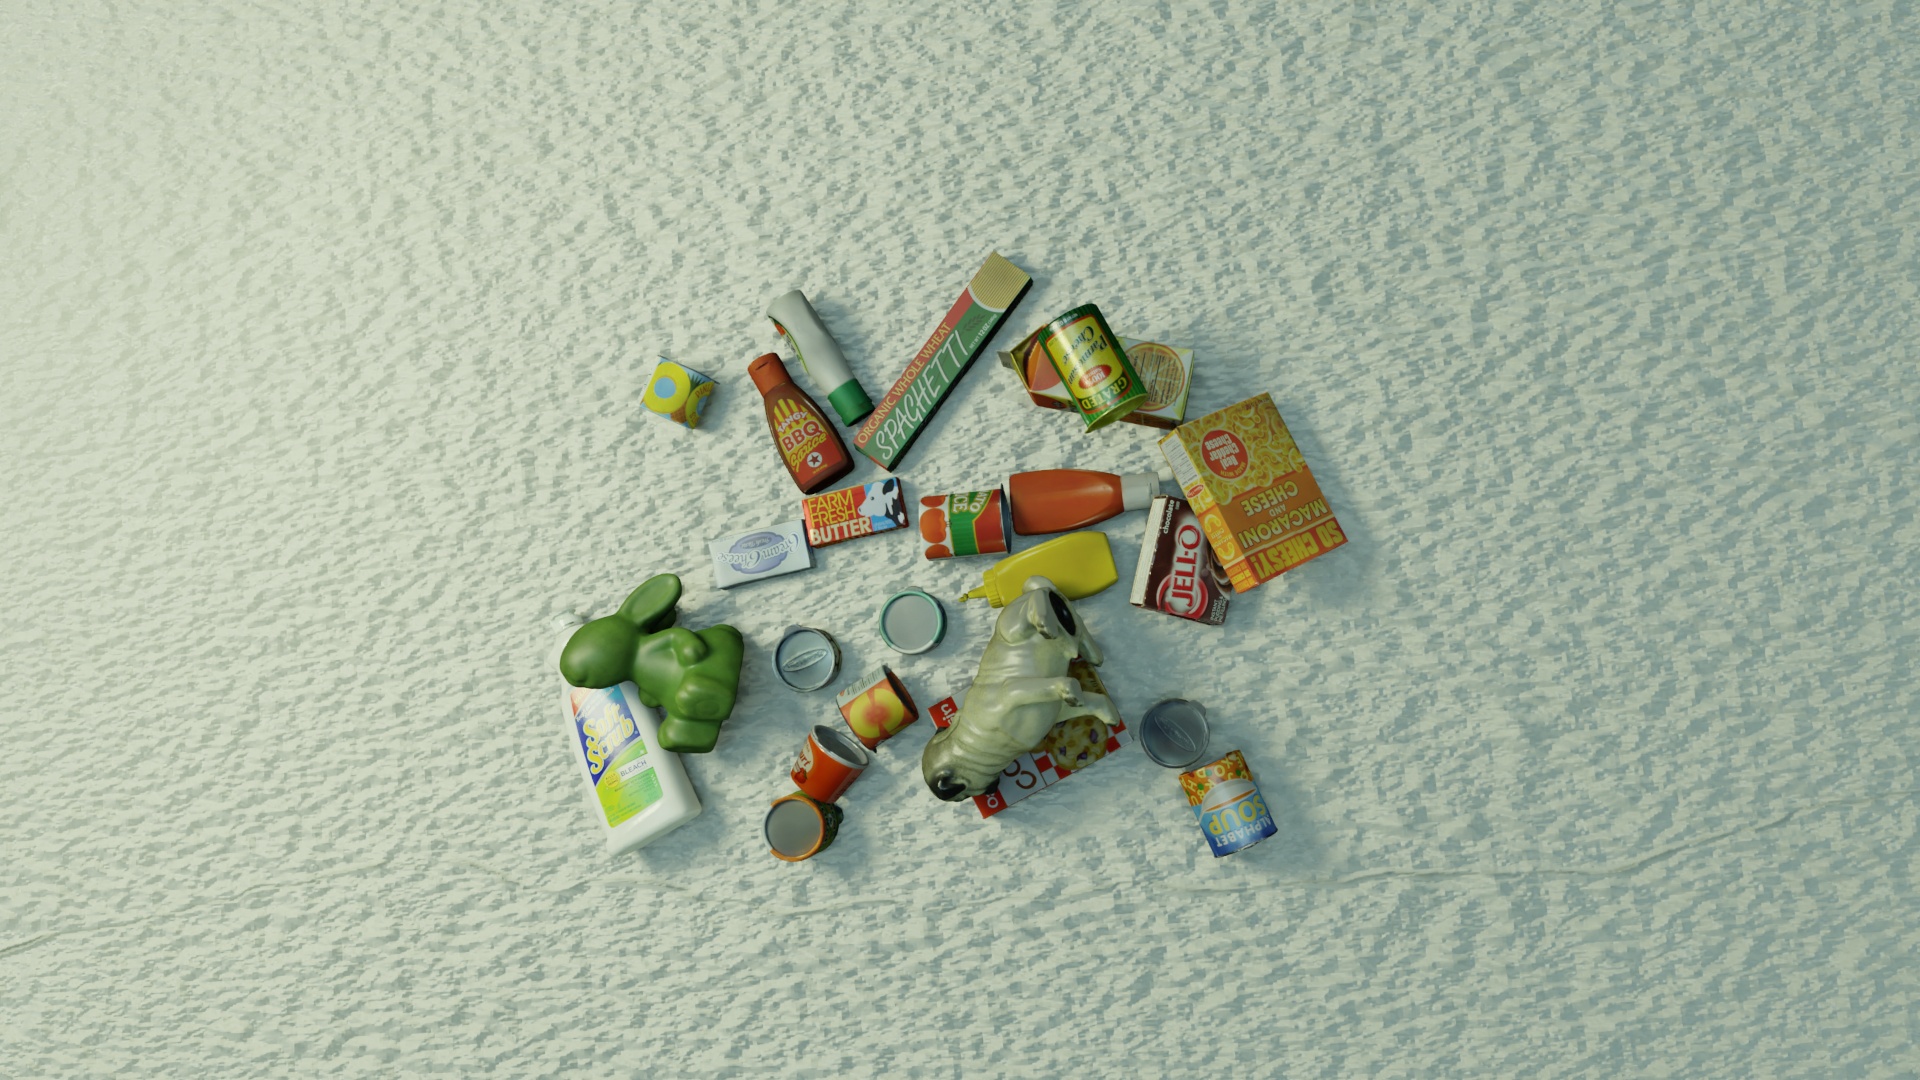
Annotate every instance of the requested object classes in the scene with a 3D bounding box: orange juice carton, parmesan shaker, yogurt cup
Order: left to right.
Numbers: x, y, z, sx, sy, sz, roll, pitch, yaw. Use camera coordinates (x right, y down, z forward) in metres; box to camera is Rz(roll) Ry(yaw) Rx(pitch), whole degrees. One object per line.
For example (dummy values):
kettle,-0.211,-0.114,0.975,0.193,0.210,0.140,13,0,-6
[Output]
yogurt cup,-0.133,0.225,1.387,0.072,0.072,0.054,35,99,10
parmesan shaker,0.122,-0.163,1.312,0.071,0.071,0.103,-30,81,5
orange juice carton,0.132,-0.165,1.382,0.193,0.072,0.073,11,86,9

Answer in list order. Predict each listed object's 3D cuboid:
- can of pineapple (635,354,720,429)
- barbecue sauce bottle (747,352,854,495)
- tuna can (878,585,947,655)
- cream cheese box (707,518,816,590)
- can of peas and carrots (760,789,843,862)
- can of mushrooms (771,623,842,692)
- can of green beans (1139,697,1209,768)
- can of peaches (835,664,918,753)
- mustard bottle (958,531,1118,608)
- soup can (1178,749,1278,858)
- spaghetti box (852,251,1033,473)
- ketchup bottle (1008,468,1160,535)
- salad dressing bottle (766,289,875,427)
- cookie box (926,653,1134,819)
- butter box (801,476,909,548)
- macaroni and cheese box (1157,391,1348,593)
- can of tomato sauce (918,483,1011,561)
can of pineapple,-0.296,-0.153,1.449,0.071,0.071,0.058,23,89,10
barbecue sauce bottle,-0.171,-0.124,1.438,0.065,0.043,0.148,-31,80,6
tuna can,-0.048,0.080,1.404,0.071,0.033,0.071,-1,85,9
cream cheese box,-0.205,0.014,1.439,0.104,0.024,0.053,-14,84,7
can of peas and carrots,-0.158,0.284,1.386,0.071,0.058,0.071,-1,85,9
can of mushrooms,-0.157,0.119,1.416,0.071,0.033,0.071,-1,85,9
can of green beans,0.207,0.185,1.341,0.071,0.058,0.071,-1,84,9
can of peaches,-0.081,0.168,1.384,0.058,0.071,0.071,-34,81,4
mustard bottle,0.074,0.036,1.382,0.160,0.049,0.065,-15,83,8
soup can,0.254,0.250,1.320,0.071,0.071,0.084,-25,81,6
spaghetti box,-0.018,-0.183,1.428,0.050,0.028,0.250,37,90,11
ketchup bottle,0.125,-0.043,1.384,0.149,0.043,0.065,-6,84,8
salad dressing bottle,-0.143,-0.187,1.434,0.044,0.064,0.147,-34,88,-5
cookie box,0.068,0.182,1.372,0.167,0.040,0.123,-28,81,4
butter box,-0.108,-0.029,1.429,0.103,0.024,0.053,-14,82,7
macaroni and cheese box,0.281,-0.047,1.335,0.124,0.040,0.166,-22,80,-28
can of tomato sauce,0.005,-0.017,1.388,0.083,0.071,0.071,-6,84,9
